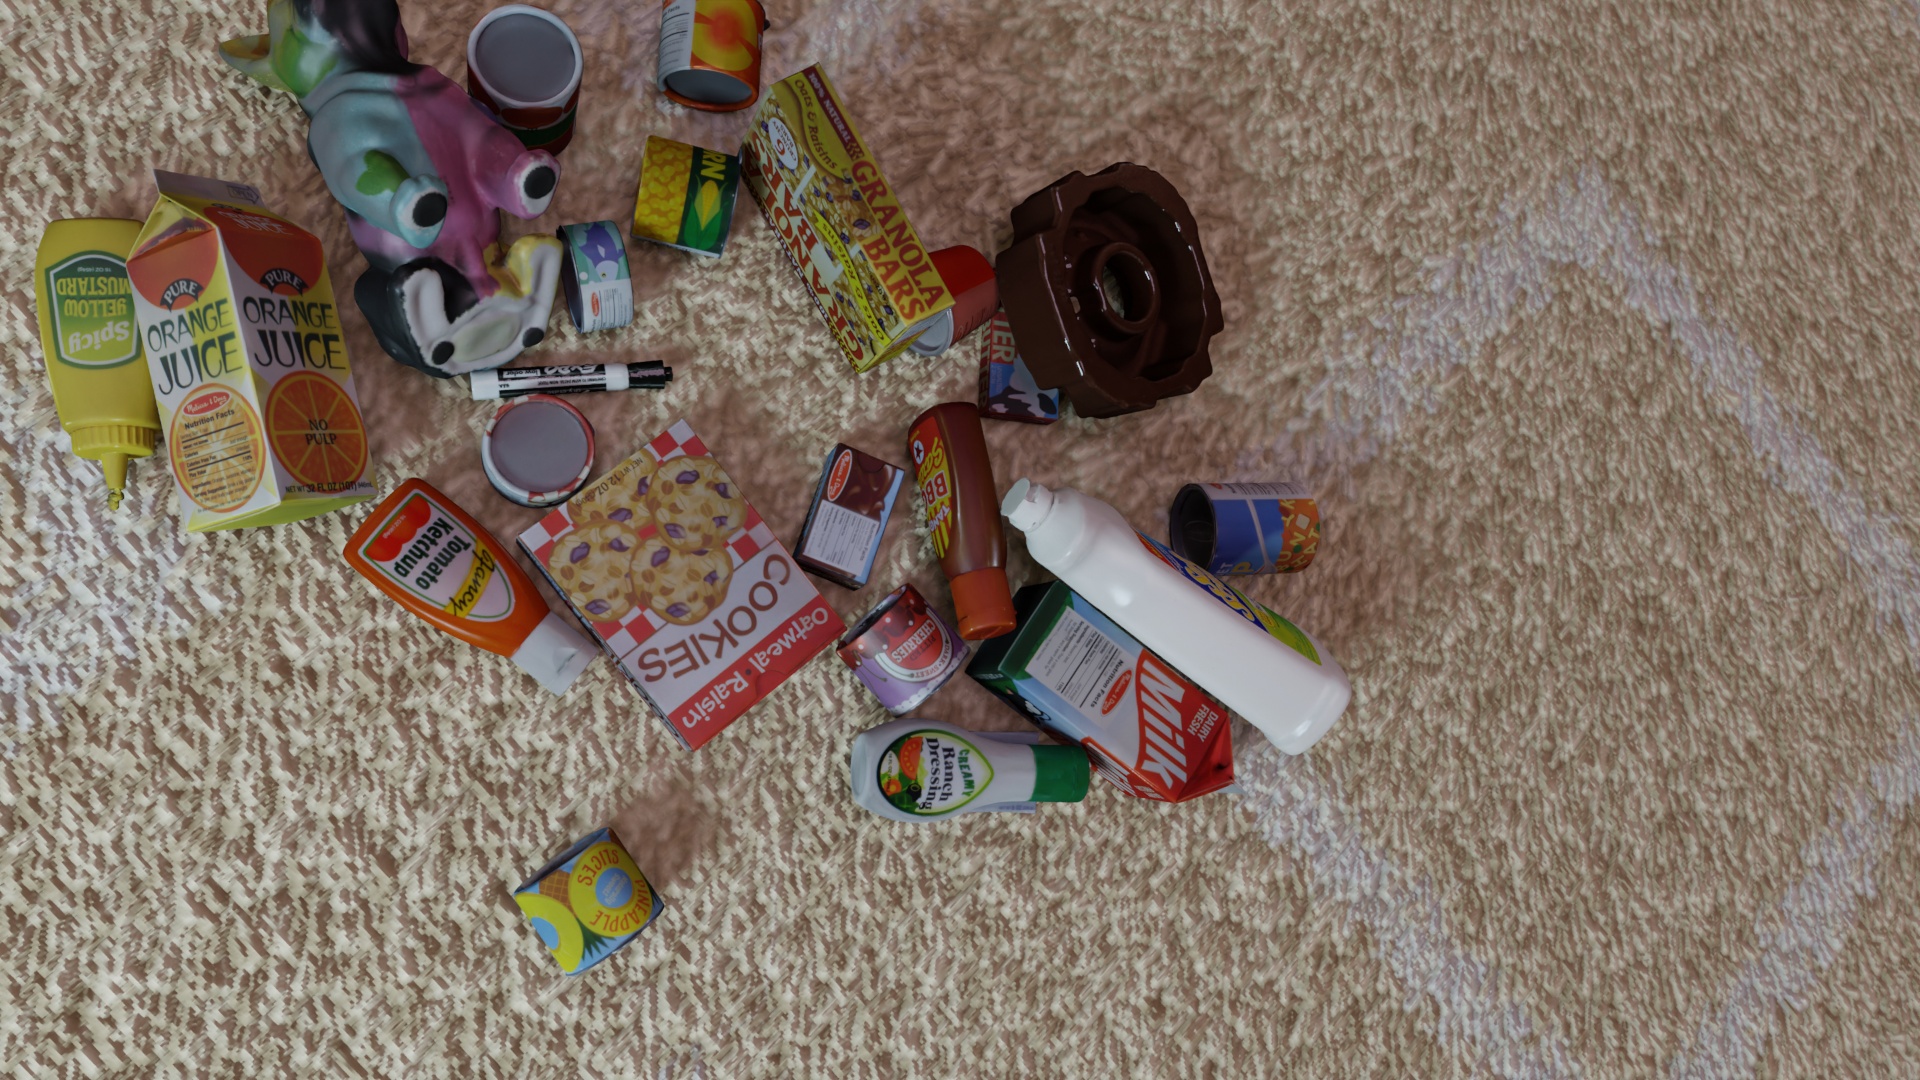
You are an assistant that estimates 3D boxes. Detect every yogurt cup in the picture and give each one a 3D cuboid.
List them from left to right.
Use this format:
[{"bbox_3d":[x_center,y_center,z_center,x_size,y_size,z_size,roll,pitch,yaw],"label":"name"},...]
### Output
[{"bbox_3d":[-0.011,-0.163,0.926,0.054,0.072,0.072,-30,93,-32],"label":"yogurt cup"}]

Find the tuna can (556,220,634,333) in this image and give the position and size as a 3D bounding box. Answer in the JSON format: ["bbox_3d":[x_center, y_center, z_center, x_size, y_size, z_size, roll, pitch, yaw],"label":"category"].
[{"bbox_3d":[-0.225,-0.164,0.853,0.033,0.071,0.071,-12,87,-21],"label":"tuna can"}]

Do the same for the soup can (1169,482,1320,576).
[{"bbox_3d":[0.199,-0.005,0.976,0.084,0.071,0.071,-1,83,-19],"label":"soup can"}]

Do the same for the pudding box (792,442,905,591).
[{"bbox_3d":[-0.073,-0.015,0.902,0.050,0.030,0.084,22,76,-14],"label":"pudding box"}]

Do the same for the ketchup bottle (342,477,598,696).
[{"bbox_3d":[-0.283,0.032,0.817,0.148,0.043,0.065,41,72,-10],"label":"ketchup bottle"}]

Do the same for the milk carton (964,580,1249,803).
[{"bbox_3d":[0.105,0.113,0.923,0.190,0.072,0.073,38,74,-10],"label":"milk carton"}]

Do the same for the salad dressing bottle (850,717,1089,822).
[{"bbox_3d":[0.007,0.145,0.872,0.148,0.044,0.064,4,85,-19],"label":"salad dressing bottle"}]

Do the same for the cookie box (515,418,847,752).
[{"bbox_3d":[-0.170,0.028,0.857,0.123,0.040,0.167,-39,96,-20],"label":"cookie box"}]

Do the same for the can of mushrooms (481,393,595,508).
[{"bbox_3d":[-0.254,-0.056,0.844,0.071,0.033,0.071,3,81,-18],"label":"can of mushrooms"}]

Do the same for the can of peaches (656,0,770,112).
[{"bbox_3d":[-0.159,-0.316,0.897,0.071,0.071,0.058,6,81,-18],"label":"can of peaches"}]

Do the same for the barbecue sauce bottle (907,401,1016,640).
[{"bbox_3d":[0.003,-0.011,0.895,0.044,0.064,0.149,-5,72,-24],"label":"barbecue sauce bottle"}]

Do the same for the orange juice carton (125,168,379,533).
[{"bbox_3d":[-0.393,-0.107,0.764,0.073,0.072,0.192,-13,90,21],"label":"orange juice carton"}]

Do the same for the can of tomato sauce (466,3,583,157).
[{"bbox_3d":[-0.267,-0.275,0.844,0.071,0.083,0.071,3,81,-19],"label":"can of tomato sauce"}]

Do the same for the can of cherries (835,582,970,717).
[{"bbox_3d":[-0.036,0.069,0.881,0.072,0.071,0.058,-44,97,-19],"label":"can of cherries"}]

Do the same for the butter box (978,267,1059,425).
[{"bbox_3d":[0.042,-0.134,0.961,0.053,0.024,0.103,5,81,-19],"label":"butter box"}]

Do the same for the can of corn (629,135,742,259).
[{"bbox_3d":[-0.173,-0.219,0.876,0.058,0.071,0.071,10,79,-17],"label":"can of corn"}]

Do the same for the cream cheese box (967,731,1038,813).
[{"bbox_3d":[0.000,0.151,0.906,0.104,0.024,0.053,4,81,-18],"label":"cream cheese box"}]

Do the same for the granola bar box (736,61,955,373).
[{"bbox_3d":[-0.077,-0.196,0.876,0.039,0.124,0.165,-31,93,-19],"label":"granola bar box"}]

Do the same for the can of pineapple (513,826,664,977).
[{"bbox_3d":[-0.213,0.207,0.801,0.071,0.071,0.058,-35,94,-20],"label":"can of pineapple"}]

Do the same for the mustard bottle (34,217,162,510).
[{"bbox_3d":[-0.469,-0.097,0.768,0.065,0.048,0.160,-6,84,-17],"label":"mustard bottle"}]
